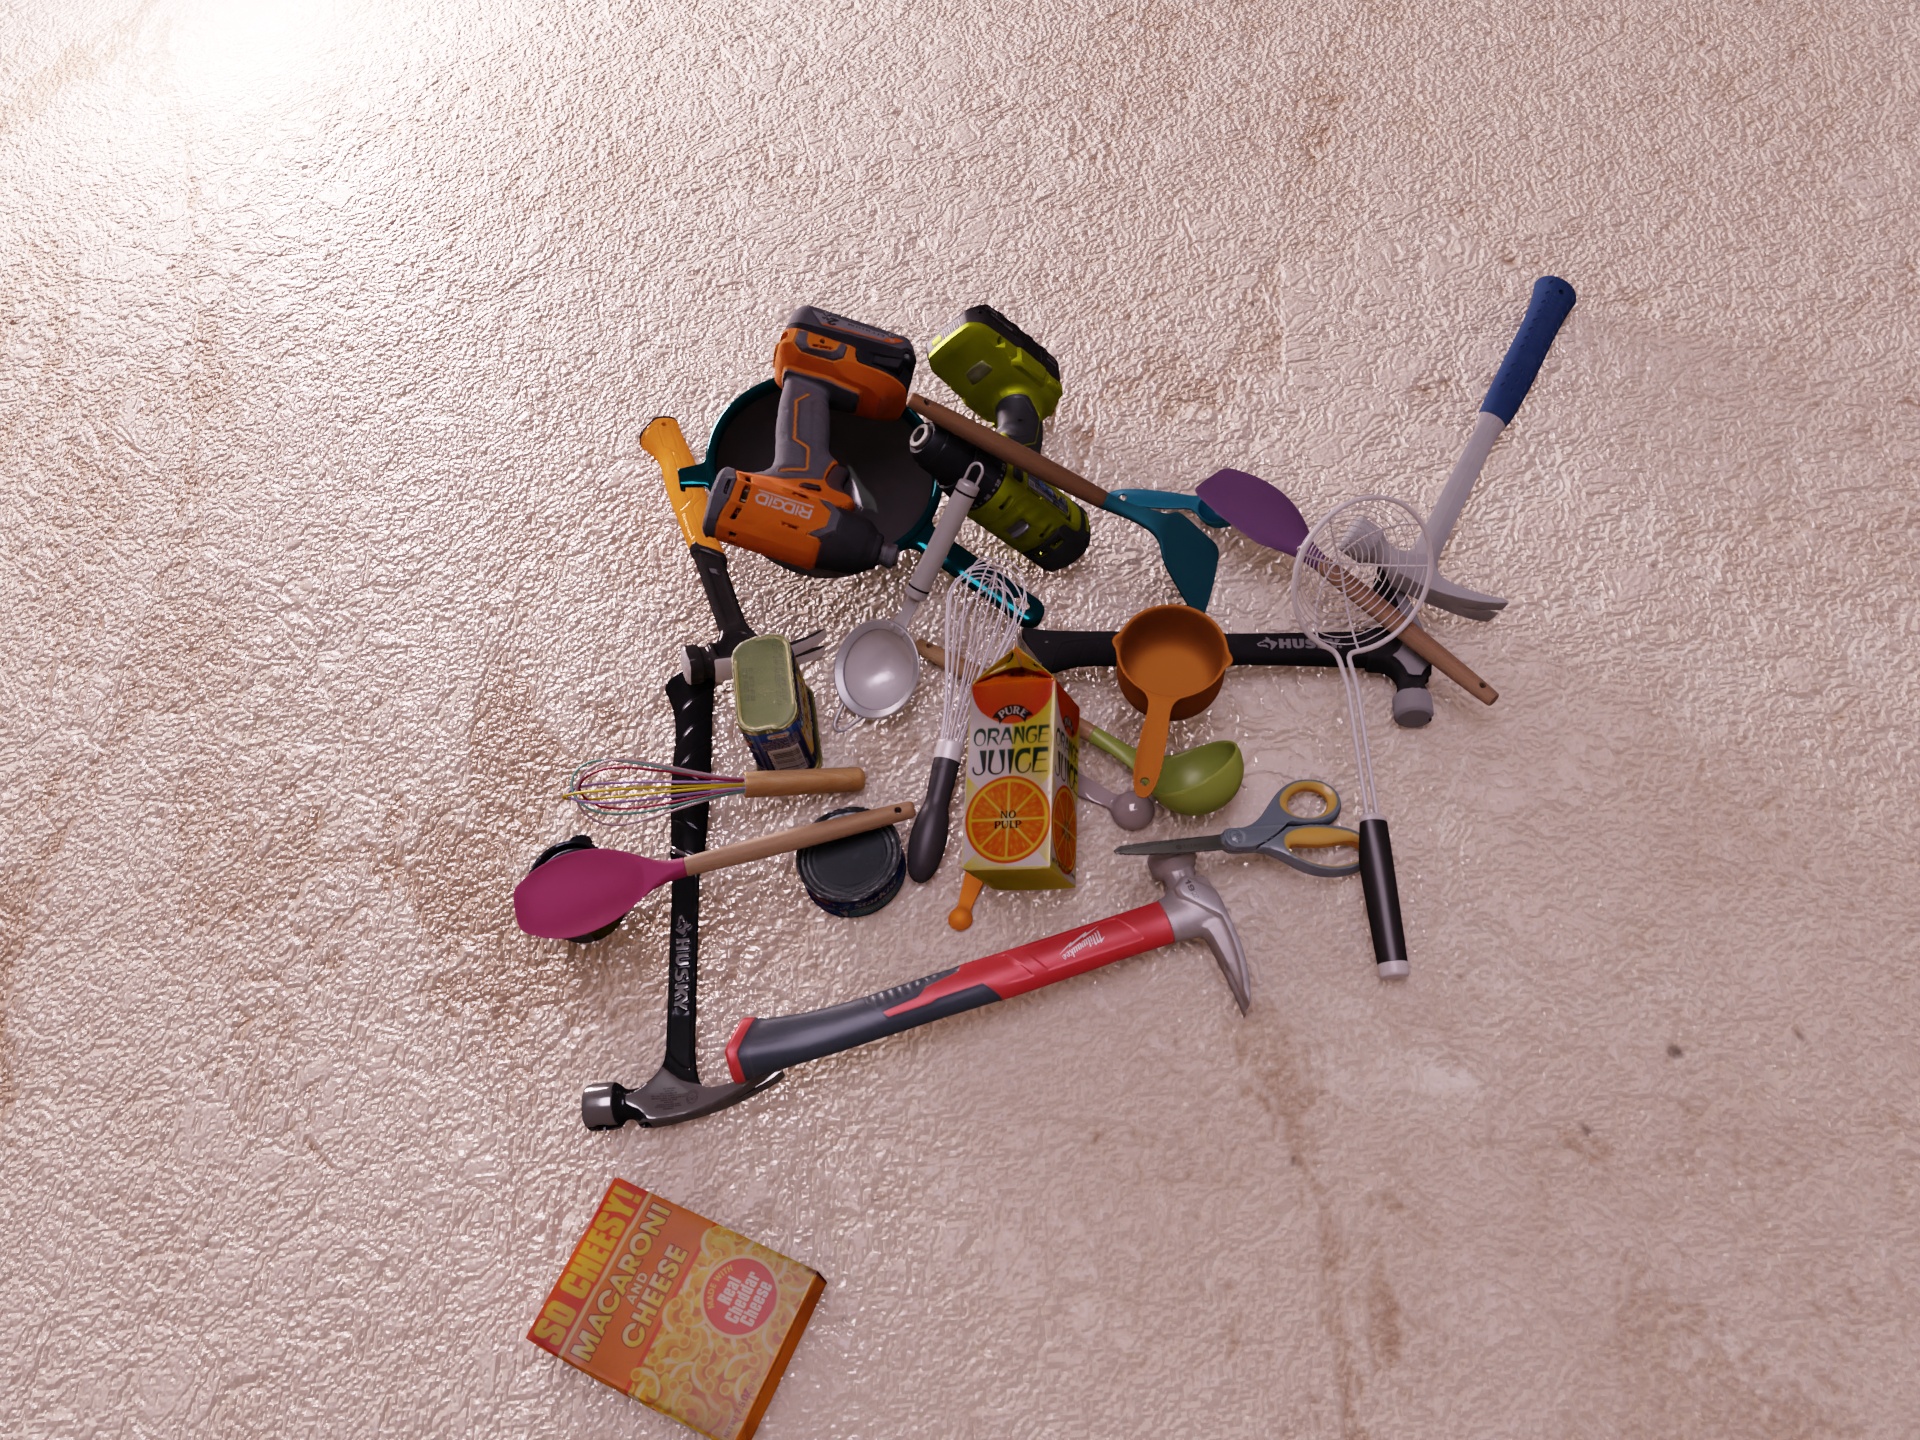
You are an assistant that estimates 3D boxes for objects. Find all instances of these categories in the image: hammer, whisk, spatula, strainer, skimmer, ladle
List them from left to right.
[{"bbox_3d":[-0.217,0.126,1.286,0.149,0.036,0.409,-6,57,3],"label":"hammer"},{"bbox_3d":[-0.230,-0.169,1.469,0.127,0.034,0.337,-12,51,-18],"label":"hammer"},{"bbox_3d":[-0.198,0.053,1.291,0.245,0.047,0.051,-2,52,-18],"label":"whisk"},{"bbox_3d":[-0.074,-0.169,1.431,0.340,0.095,0.211,35,62,7],"label":"strainer"},{"bbox_3d":[-0.038,-0.101,1.342,0.087,0.050,0.258,36,110,27],"label":"strainer"},{"bbox_3d":[-0.003,-0.004,1.305,0.070,0.070,0.285,10,74,15],"label":"whisk"},{"bbox_3d":[0.019,0.207,1.175,0.386,0.038,0.143,-17,58,-9],"label":"hammer"},{"bbox_3d":[0.089,-0.008,1.314,0.320,0.062,0.078,28,49,27],"label":"ladle"},{"bbox_3d":[0.092,-0.190,1.335,0.317,0.044,0.082,26,62,-15],"label":"spatula"},{"bbox_3d":[0.218,-0.064,1.328,0.335,0.035,0.146,0,58,4],"label":"hammer"},{"bbox_3d":[0.321,-0.116,1.322,0.060,0.018,0.316,-35,61,-19],"label":"spatula"},{"bbox_3d":[0.322,0.009,1.208,0.127,0.090,0.364,6,68,-22],"label":"skimmer"},{"bbox_3d":[0.471,-0.254,1.408,0.144,0.035,0.406,33,61,1],"label":"hammer"}]

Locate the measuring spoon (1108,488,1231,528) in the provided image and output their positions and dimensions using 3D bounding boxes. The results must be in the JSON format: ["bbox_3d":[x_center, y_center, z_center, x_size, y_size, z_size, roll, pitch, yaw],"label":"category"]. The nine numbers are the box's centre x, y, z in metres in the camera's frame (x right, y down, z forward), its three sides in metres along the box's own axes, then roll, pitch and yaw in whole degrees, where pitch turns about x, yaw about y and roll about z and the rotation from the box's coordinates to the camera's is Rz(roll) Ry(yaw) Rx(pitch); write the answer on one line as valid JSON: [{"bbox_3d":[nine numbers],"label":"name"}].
[{"bbox_3d":[0.195,-0.193,1.443,0.129,0.021,0.042,9,60,25],"label":"measuring spoon"}]

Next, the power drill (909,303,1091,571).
[{"bbox_3d":[0.028,-0.260,1.415,0.080,0.190,0.229,-33,44,32],"label":"power drill"}]

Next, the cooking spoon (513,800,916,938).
[{"bbox_3d":[-0.190,0.109,1.245,0.319,0.017,0.069,-14,65,-7],"label":"cooking spoon"}]

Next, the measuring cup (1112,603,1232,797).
[{"bbox_3d":[0.158,-0.007,1.249,0.095,0.052,0.174,10,63,10],"label":"measuring cup"}]

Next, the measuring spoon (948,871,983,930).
[{"bbox_3d":[0.014,0.114,1.271,0.021,0.011,0.117,11,60,16],"label":"measuring spoon"}]

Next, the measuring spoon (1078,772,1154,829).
[{"bbox_3d":[0.101,0.052,1.294,0.124,0.018,0.034,25,65,23],"label":"measuring spoon"}]

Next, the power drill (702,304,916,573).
[{"bbox_3d":[-0.109,-0.230,1.359,0.164,0.084,0.227,18,65,-3],"label":"power drill"}]
